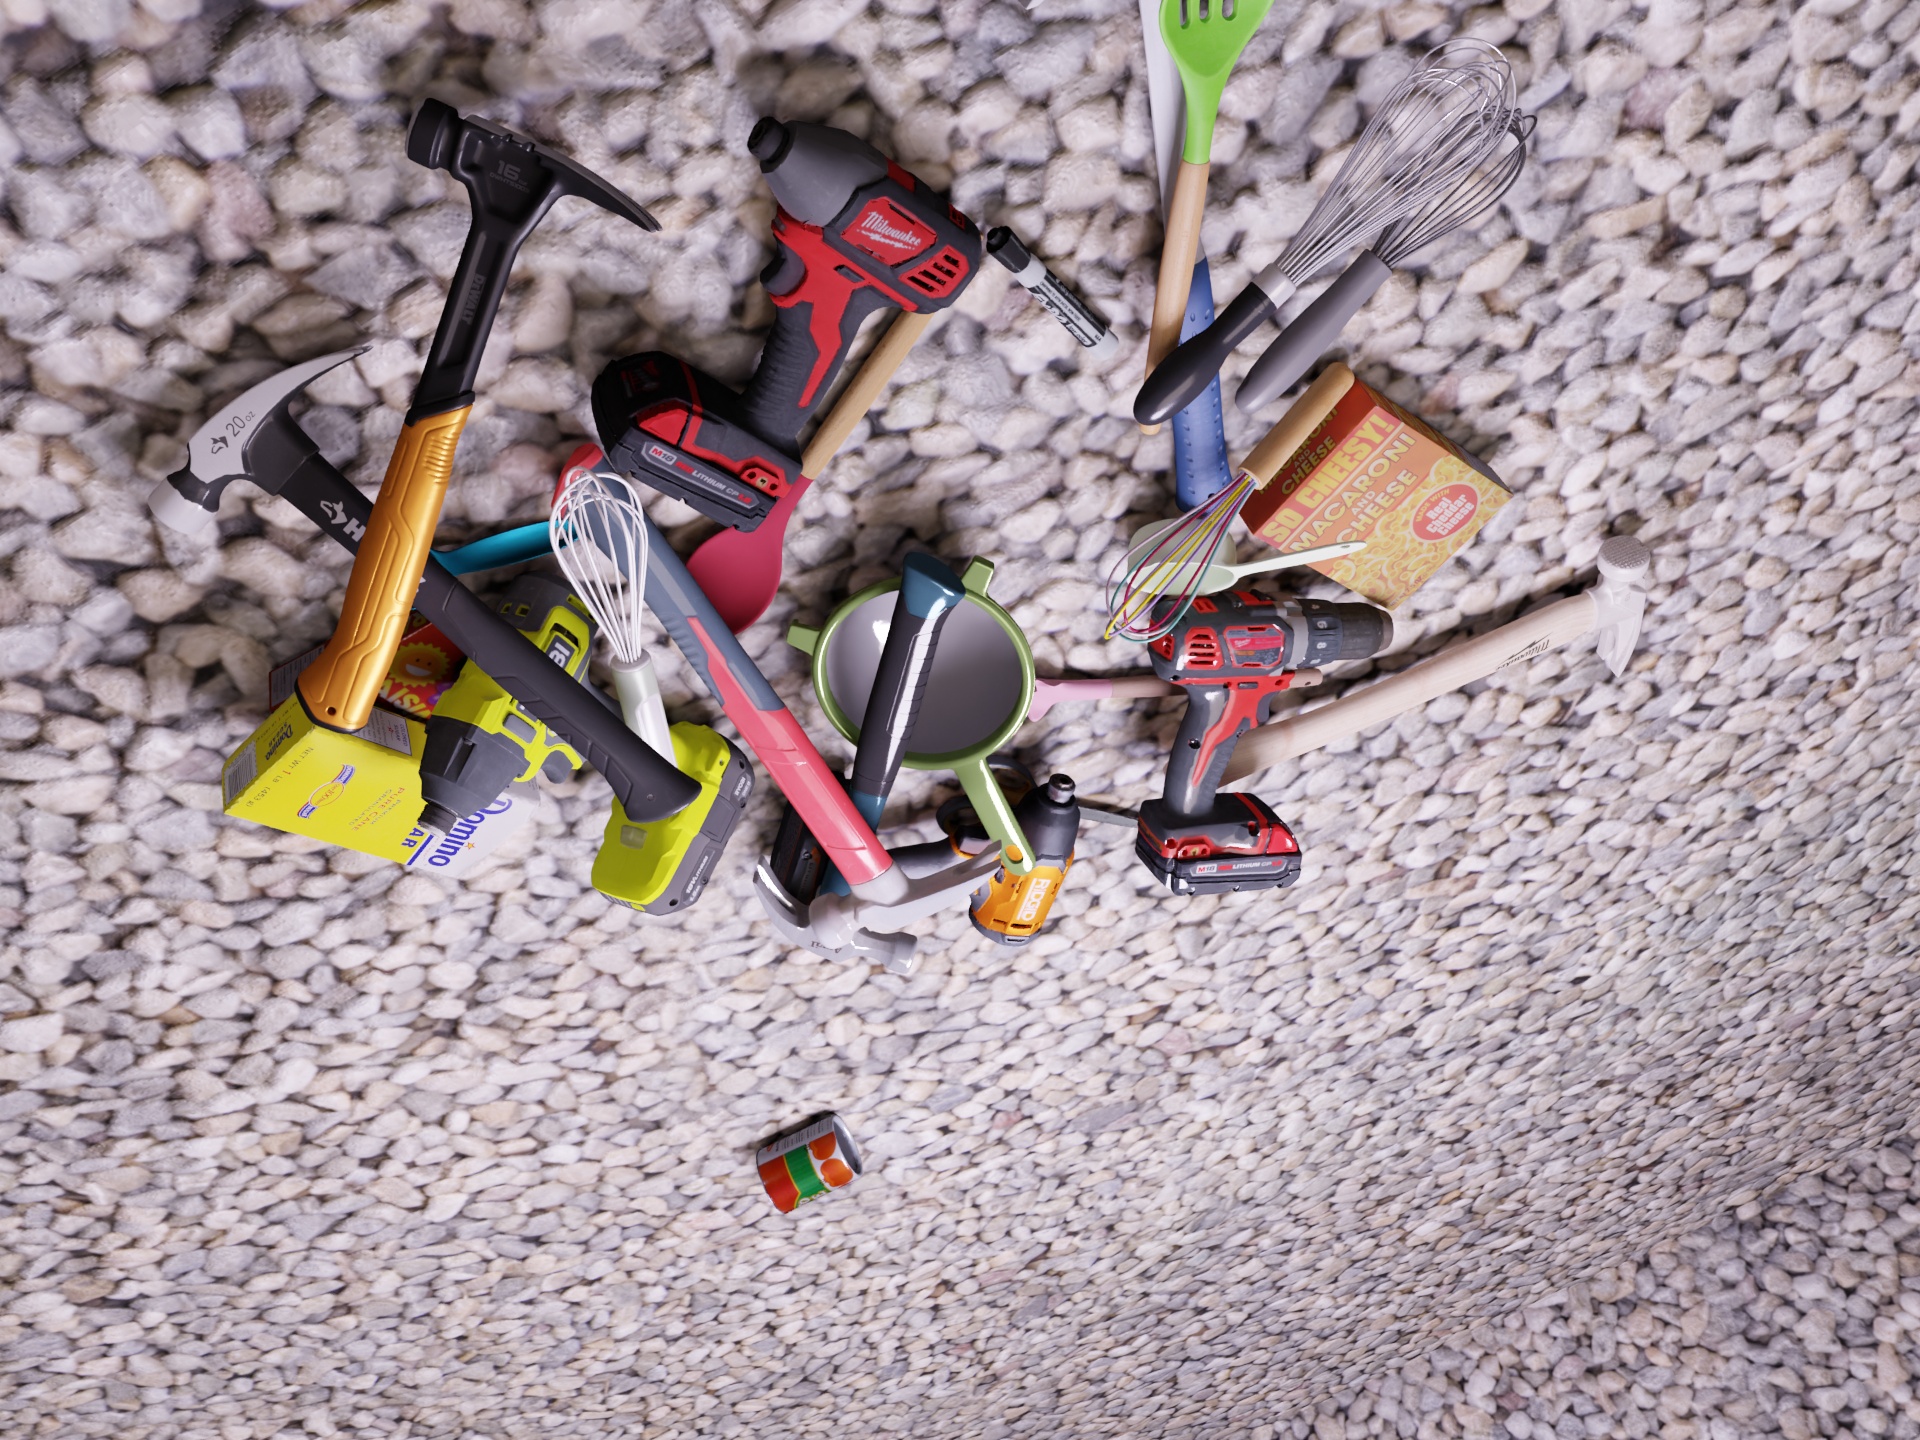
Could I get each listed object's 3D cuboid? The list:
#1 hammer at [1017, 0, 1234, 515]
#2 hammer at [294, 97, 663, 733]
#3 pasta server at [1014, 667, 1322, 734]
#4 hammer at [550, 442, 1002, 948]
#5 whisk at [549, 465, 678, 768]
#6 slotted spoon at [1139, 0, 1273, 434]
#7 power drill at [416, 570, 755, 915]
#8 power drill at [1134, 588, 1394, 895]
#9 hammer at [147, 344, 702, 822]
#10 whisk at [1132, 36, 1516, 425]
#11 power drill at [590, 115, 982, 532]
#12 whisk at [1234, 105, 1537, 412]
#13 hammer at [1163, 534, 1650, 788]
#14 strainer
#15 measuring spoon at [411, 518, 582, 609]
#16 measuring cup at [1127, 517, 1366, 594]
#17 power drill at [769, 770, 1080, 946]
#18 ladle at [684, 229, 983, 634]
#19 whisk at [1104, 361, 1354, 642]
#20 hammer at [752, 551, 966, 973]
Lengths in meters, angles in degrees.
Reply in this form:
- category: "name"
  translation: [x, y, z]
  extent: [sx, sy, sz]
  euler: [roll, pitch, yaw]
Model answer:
- category: "hammer"
  translation: [0.126, -0.282, 0.944]
  extent: [0.144, 0.035, 0.405]
  euler: [-19, 137, -3]
- category: "hammer"
  translation: [-0.274, -0.139, 0.838]
  extent: [0.127, 0.034, 0.336]
  euler: [23, 108, -10]
- category: "pasta server"
  translation: [0.140, -0.020, 1.215]
  extent: [0.316, 0.040, 0.060]
  euler: [-4, 147, -20]
- category: "hammer"
  translation: [-0.120, -0.016, 1.015]
  extent: [0.143, 0.038, 0.386]
  euler: [-24, 117, 16]
- category: "whisk"
  translation: [-0.199, -0.043, 0.955]
  extent: [0.058, 0.059, 0.246]
  euler: [-35, 137, -32]
- category: "slotted spoon"
  translation: [0.125, -0.290, 0.889]
  extent: [0.070, 0.031, 0.313]
  euler: [-16, 140, -18]
- category: "power drill"
  translation: [-0.245, 0.032, 1.035]
  extent: [0.080, 0.171, 0.223]
  euler: [10, 157, 36]
- category: "power drill"
  translation: [0.225, 0.011, 1.195]
  extent: [0.188, 0.080, 0.226]
  euler: [-3, 113, -17]
- category: "hammer"
  translation: [-0.278, -0.062, 0.903]
  extent: [0.146, 0.035, 0.334]
  euler: [-43, 106, 12]
- category: "whisk"
  translation: [0.205, -0.277, 0.921]
  extent: [0.284, 0.070, 0.070]
  euler: [-44, 133, 12]
- category: "power drill"
  translation: [-0.105, -0.223, 0.886]
  extent: [0.143, 0.079, 0.219]
  euler: [25, 118, -38]
- category: "whisk"
  translation: [0.256, -0.278, 0.973]
  extent: [0.239, 0.055, 0.055]
  euler: [-46, 132, 16]
- category: "hammer"
  translation: [0.360, -0.018, 1.288]
  extent: [0.410, 0.038, 0.146]
  euler: [-22, 141, -2]
- category: "strainer"
  translation: [-0.002, -0.004, 1.116]
  extent: [0.151, 0.069, 0.256]
  euler: [-18, 120, 16]
- category: "measuring spoon"
  translation: [-0.296, -0.102, 0.976]
  extent: [0.128, 0.021, 0.042]
  euler: [-18, 108, -16]
- category: "measuring cup"
  translation: [0.192, -0.120, 1.082]
  extent: [0.167, 0.038, 0.083]
  euler: [-8, 165, 29]
- category: "power drill"
  translation: [-0.020, 0.097, 1.223]
  extent: [0.226, 0.084, 0.164]
  euler: [6, 130, -19]
- category: "ladle"
  translation: [-0.082, -0.173, 0.980]
  extent: [0.069, 0.031, 0.315]
  euler: [18, 123, -39]
- category: "whisk"
  translation: [0.176, -0.143, 1.039]
  extent: [0.245, 0.051, 0.047]
  euler: [-48, 140, -7]
- category: "hammer"
  translation: [-0.057, 0.035, 1.085]
  extent: [0.128, 0.033, 0.330]
  euler: [15, 122, -5]
